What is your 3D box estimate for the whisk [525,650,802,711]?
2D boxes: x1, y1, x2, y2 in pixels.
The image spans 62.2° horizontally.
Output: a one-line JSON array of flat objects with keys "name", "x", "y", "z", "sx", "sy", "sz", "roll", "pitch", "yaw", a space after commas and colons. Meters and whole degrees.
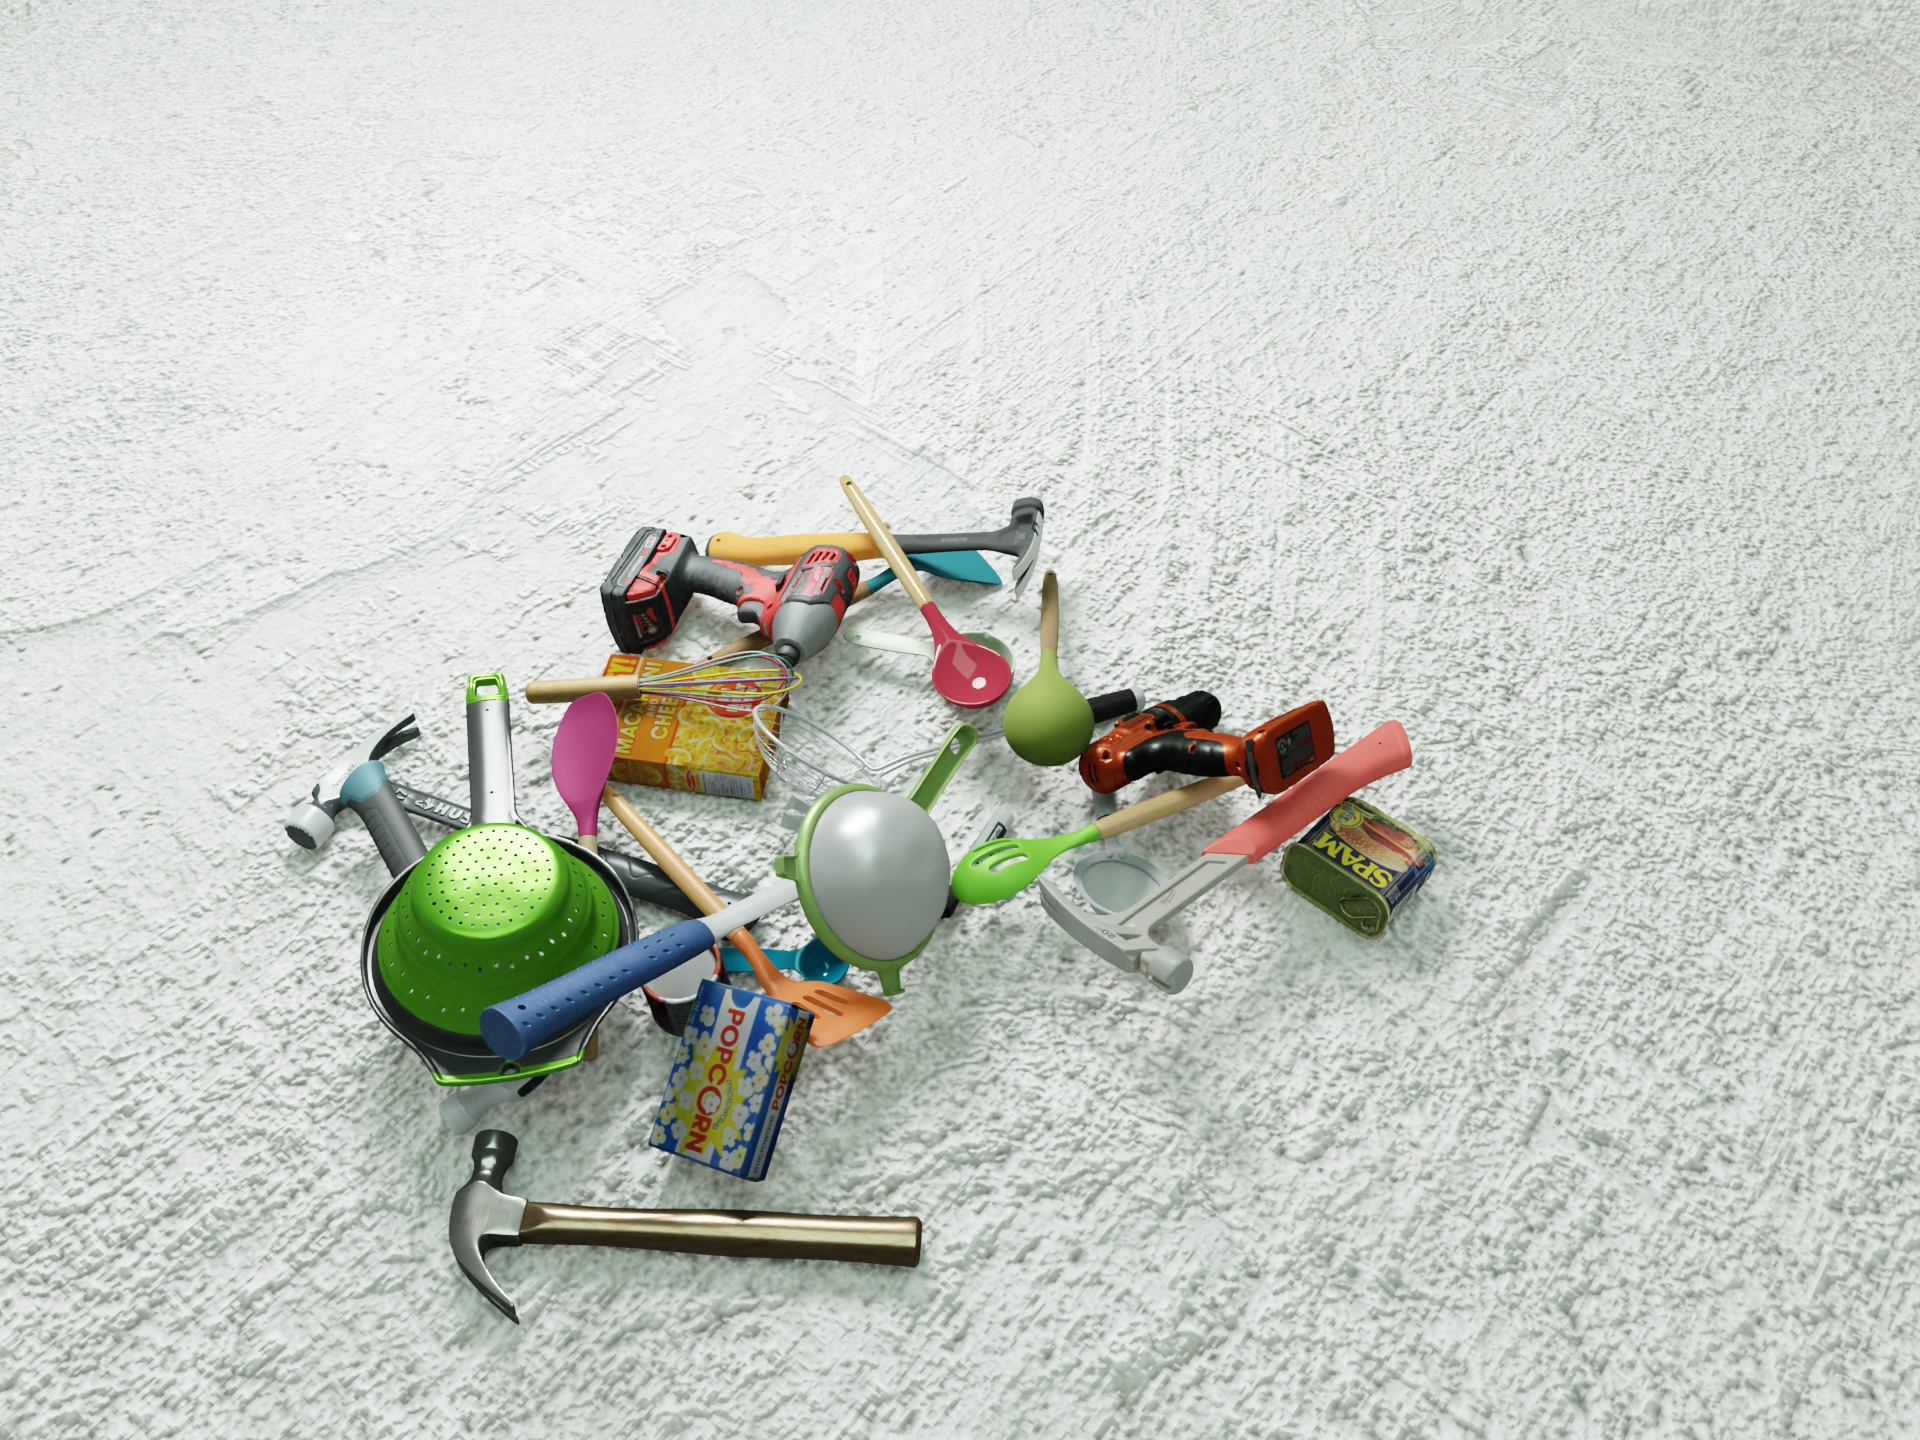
[{"name": "whisk", "x": -0.262, "y": -0.031, "z": 1.406, "sx": 0.245, "sy": 0.051, "sz": 0.047, "roll": -3, "pitch": 54, "yaw": 0}]

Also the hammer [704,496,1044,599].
[{"name": "hammer", "x": -0.090, "y": -0.164, "z": 1.548, "sx": 0.337, "sy": 0.034, "sz": 0.127, "roll": -1, "pitch": 41, "yaw": 13}]

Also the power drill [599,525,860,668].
[{"name": "power drill", "x": -0.215, "y": -0.110, "z": 1.490, "sx": 0.220, "sy": 0.078, "sz": 0.143, "roll": 7, "pitch": 46, "yaw": 14}]

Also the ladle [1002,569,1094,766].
[{"name": "ladle", "x": 0.081, "y": -0.059, "z": 1.458, "sx": 0.078, "sy": 0.062, "sz": 0.320, "roll": -1, "pitch": 28, "yaw": 4}]

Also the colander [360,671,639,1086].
[{"name": "colander", "x": -0.363, "y": 0.084, "z": 1.231, "sx": 0.204, "sy": 0.094, "sz": 0.398, "roll": -6, "pitch": 49, "yaw": -13}]

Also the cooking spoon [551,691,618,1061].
[{"name": "cooking spoon", "x": -0.303, "y": 0.120, "z": 1.292, "sx": 0.069, "sy": 0.017, "sz": 0.319, "roll": -18, "pitch": 61, "yaw": 20}]

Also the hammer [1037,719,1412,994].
[{"name": "hammer", "x": 0.237, "y": 0.090, "z": 1.299, "sx": 0.359, "sy": 0.036, "sz": 0.149, "roll": -31, "pitch": 43, "yaw": -29}]

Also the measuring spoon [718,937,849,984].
[{"name": "measuring spoon", "x": -0.150, "y": 0.196, "z": 1.281, "sx": 0.128, "sy": 0.021, "sz": 0.042, "roll": -1, "pitch": 62, "yaw": 10}]

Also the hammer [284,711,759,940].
[{"name": "hammer", "x": -0.356, "y": 0.102, "z": 1.345, "sx": 0.409, "sy": 0.036, "sz": 0.149, "roll": 17, "pitch": 50, "yaw": 13}]

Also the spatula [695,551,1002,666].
[{"name": "spatula", "x": -0.111, "y": -0.109, "z": 1.551, "sx": 0.317, "sy": 0.044, "sz": 0.082, "roll": -27, "pitch": 53, "yaw": -17}]

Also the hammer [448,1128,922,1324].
[{"name": "hammer", "x": -0.193, "y": 0.361, "z": 1.118, "sx": 0.331, "sy": 0.031, "sz": 0.130, "roll": 3, "pitch": 48, "yaw": 1}]

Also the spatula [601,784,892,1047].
[{"name": "spatula", "x": -0.188, "y": 0.149, "z": 1.262, "sx": 0.323, "sy": 0.041, "sz": 0.081, "roll": 42, "pitch": 39, "yaw": 26}]

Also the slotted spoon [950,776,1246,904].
[{"name": "slotted spoon", "x": 0.133, "y": 0.083, "z": 1.327, "sx": 0.313, "sy": 0.031, "sz": 0.070, "roll": -18, "pitch": 32, "yaw": -22}]

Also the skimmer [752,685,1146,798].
[{"name": "skimmer", "x": -0.002, "y": -0.005, "z": 1.409, "sx": 0.363, "sy": 0.090, "sz": 0.127, "roll": -14, "pitch": 30, "yaw": -17}]

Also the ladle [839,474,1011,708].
[{"name": "ladle", "x": -0.043, "y": -0.122, "z": 1.464, "sx": 0.069, "sy": 0.031, "sz": 0.316, "roll": -23, "pitch": 57, "yaw": -14}]

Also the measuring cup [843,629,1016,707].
[{"name": "measuring cup", "x": -0.030, "y": -0.054, "z": 1.493, "sx": 0.167, "sy": 0.038, "sz": 0.083, "roll": 12, "pitch": 49, "yaw": 12}]

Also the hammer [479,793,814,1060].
[{"name": "hammer", "x": -0.190, "y": 0.153, "z": 1.192, "sx": 0.144, "sy": 0.035, "sz": 0.405, "roll": 34, "pitch": 30, "yaw": 23}]

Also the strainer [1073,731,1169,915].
[{"name": "strainer", "x": 0.128, "y": 0.097, "z": 1.359, "sx": 0.087, "sy": 0.050, "sz": 0.259, "roll": 7, "pitch": 41, "yaw": -11}]

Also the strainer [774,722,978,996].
[{"name": "strainer", "x": -0.030, "y": 0.083, "z": 1.270, "sx": 0.069, "sy": 0.151, "sz": 0.256, "roll": -20, "pitch": 27, "yaw": 43}]

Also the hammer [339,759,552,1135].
[{"name": "hammer", "x": -0.411, "y": 0.159, "z": 1.257, "sx": 0.128, "sy": 0.033, "sz": 0.331, "roll": -33, "pitch": 62, "yaw": -13}]
